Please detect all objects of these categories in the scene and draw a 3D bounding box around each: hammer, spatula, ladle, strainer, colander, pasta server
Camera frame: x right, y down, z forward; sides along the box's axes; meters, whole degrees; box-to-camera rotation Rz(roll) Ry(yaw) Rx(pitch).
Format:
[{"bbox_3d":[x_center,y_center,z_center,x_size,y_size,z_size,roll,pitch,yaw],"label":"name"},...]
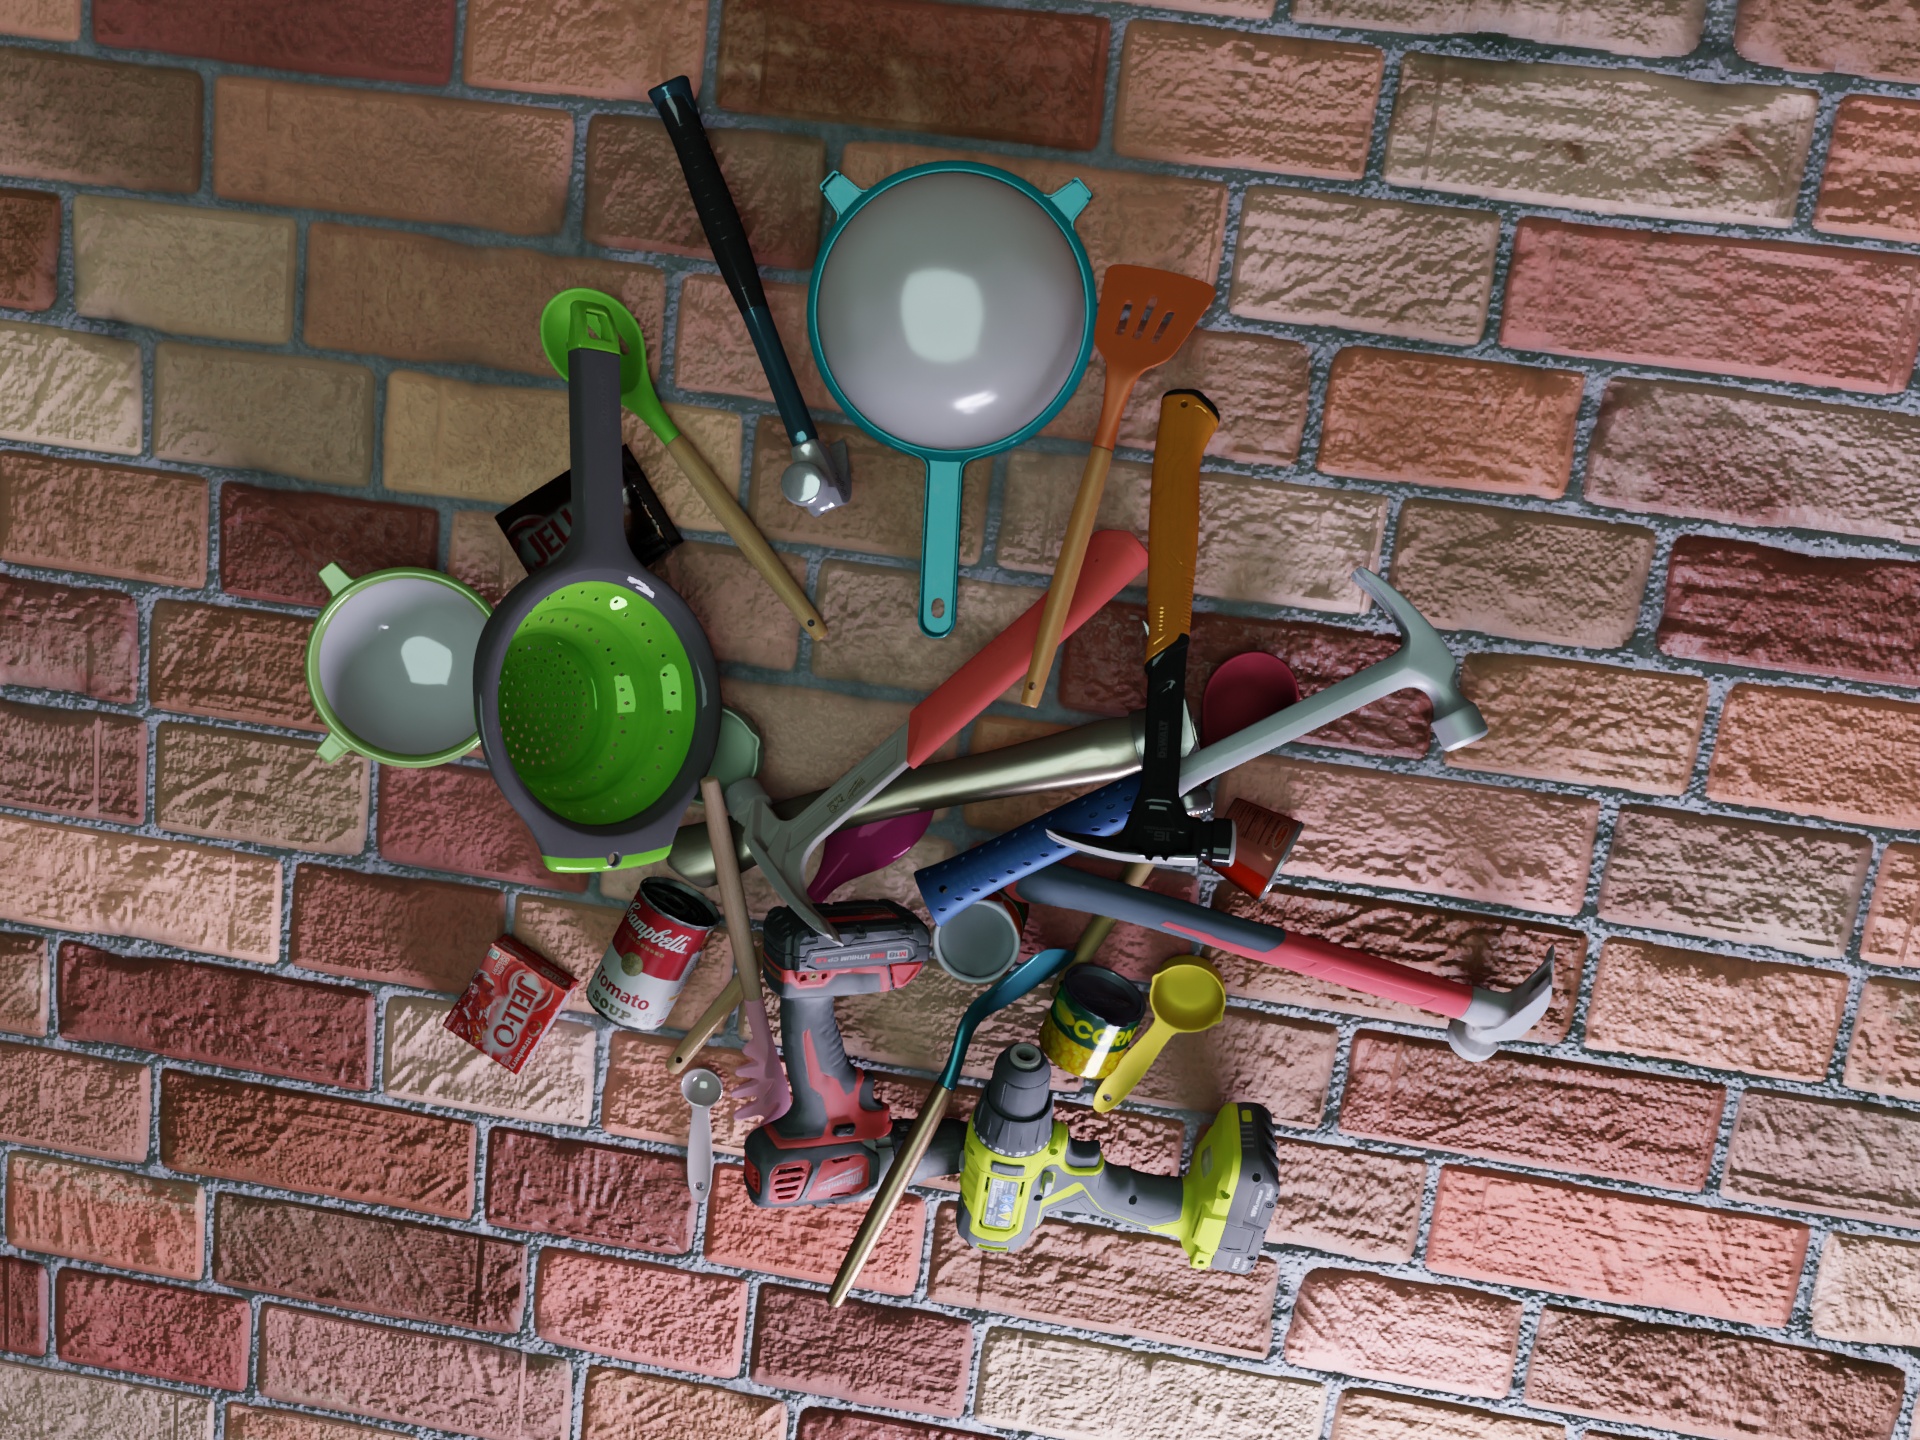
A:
[{"bbox_3d":[-0.029,0.042,1.188,0.410,0.038,0.146,-14,84,10],"label":"hammer"},{"bbox_3d":[0.136,-0.069,1.099,0.127,0.034,0.337,4,78,8],"label":"hammer"},{"bbox_3d":[0.095,-0.164,1.113,0.081,0.041,0.322,17,92,15],"label":"spatula"},{"bbox_3d":[0.153,0.084,1.192,0.069,0.031,0.315,35,105,14],"label":"ladle"},{"bbox_3d":[0.155,0.032,1.114,0.405,0.035,0.144,-26,84,0],"label":"hammer"},{"bbox_3d":[-0.014,-0.224,1.119,0.211,0.095,0.340,4,99,6],"label":"strainer"},{"bbox_3d":[-0.002,-0.004,1.146,0.359,0.036,0.149,-40,60,1],"label":"hammer"},{"bbox_3d":[-0.279,-0.093,1.135,0.094,0.204,0.397,-1,90,42],"label":"colander"},{"bbox_3d":[-0.361,-0.042,1.218,0.256,0.069,0.151,2,100,-11],"label":"strainer"},{"bbox_3d":[-0.149,-0.300,1.121,0.033,0.128,0.331,-21,88,9],"label":"hammer"},{"bbox_3d":[0.222,0.154,1.145,0.386,0.143,0.038,16,57,3],"label":"hammer"},{"bbox_3d":[-0.169,0.190,1.211,0.040,0.060,0.316,-19,114,-26],"label":"pasta server"},{"bbox_3d":[-0.015,0.299,1.179,0.044,0.082,0.317,28,91,24],"label":"spatula"}]

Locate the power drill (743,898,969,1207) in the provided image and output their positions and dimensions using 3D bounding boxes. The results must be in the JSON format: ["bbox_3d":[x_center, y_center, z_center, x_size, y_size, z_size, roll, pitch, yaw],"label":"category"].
[{"bbox_3d":[-0.068,0.255,1.208,0.187,0.080,0.226,-1,99,-22],"label":"power drill"}]

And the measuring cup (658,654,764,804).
[{"bbox_3d":[-0.201,-0.018,1.211,0.083,0.038,0.167,-18,92,10],"label":"measuring cup"}]

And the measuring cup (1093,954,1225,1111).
[{"bbox_3d":[0.148,0.243,1.227,0.062,0.029,0.156,33,114,0],"label":"measuring cup"}]

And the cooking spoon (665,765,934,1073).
[{"bbox_3d":[-0.130,0.157,1.239,0.069,0.017,0.319,39,100,-1],"label":"cooking spoon"}]

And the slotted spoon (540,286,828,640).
[{"bbox_3d":[-0.199,-0.186,1.183,0.070,0.031,0.313,-37,96,5],"label":"slotted spoon"}]

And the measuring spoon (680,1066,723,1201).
[{"bbox_3d":[-0.209,0.334,1.289,0.034,0.018,0.124,6,108,5],"label":"measuring spoon"}]

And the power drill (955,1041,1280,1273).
[{"bbox_3d":[0.115,0.326,1.184,0.228,0.080,0.190,8,124,0],"label":"power drill"}]
